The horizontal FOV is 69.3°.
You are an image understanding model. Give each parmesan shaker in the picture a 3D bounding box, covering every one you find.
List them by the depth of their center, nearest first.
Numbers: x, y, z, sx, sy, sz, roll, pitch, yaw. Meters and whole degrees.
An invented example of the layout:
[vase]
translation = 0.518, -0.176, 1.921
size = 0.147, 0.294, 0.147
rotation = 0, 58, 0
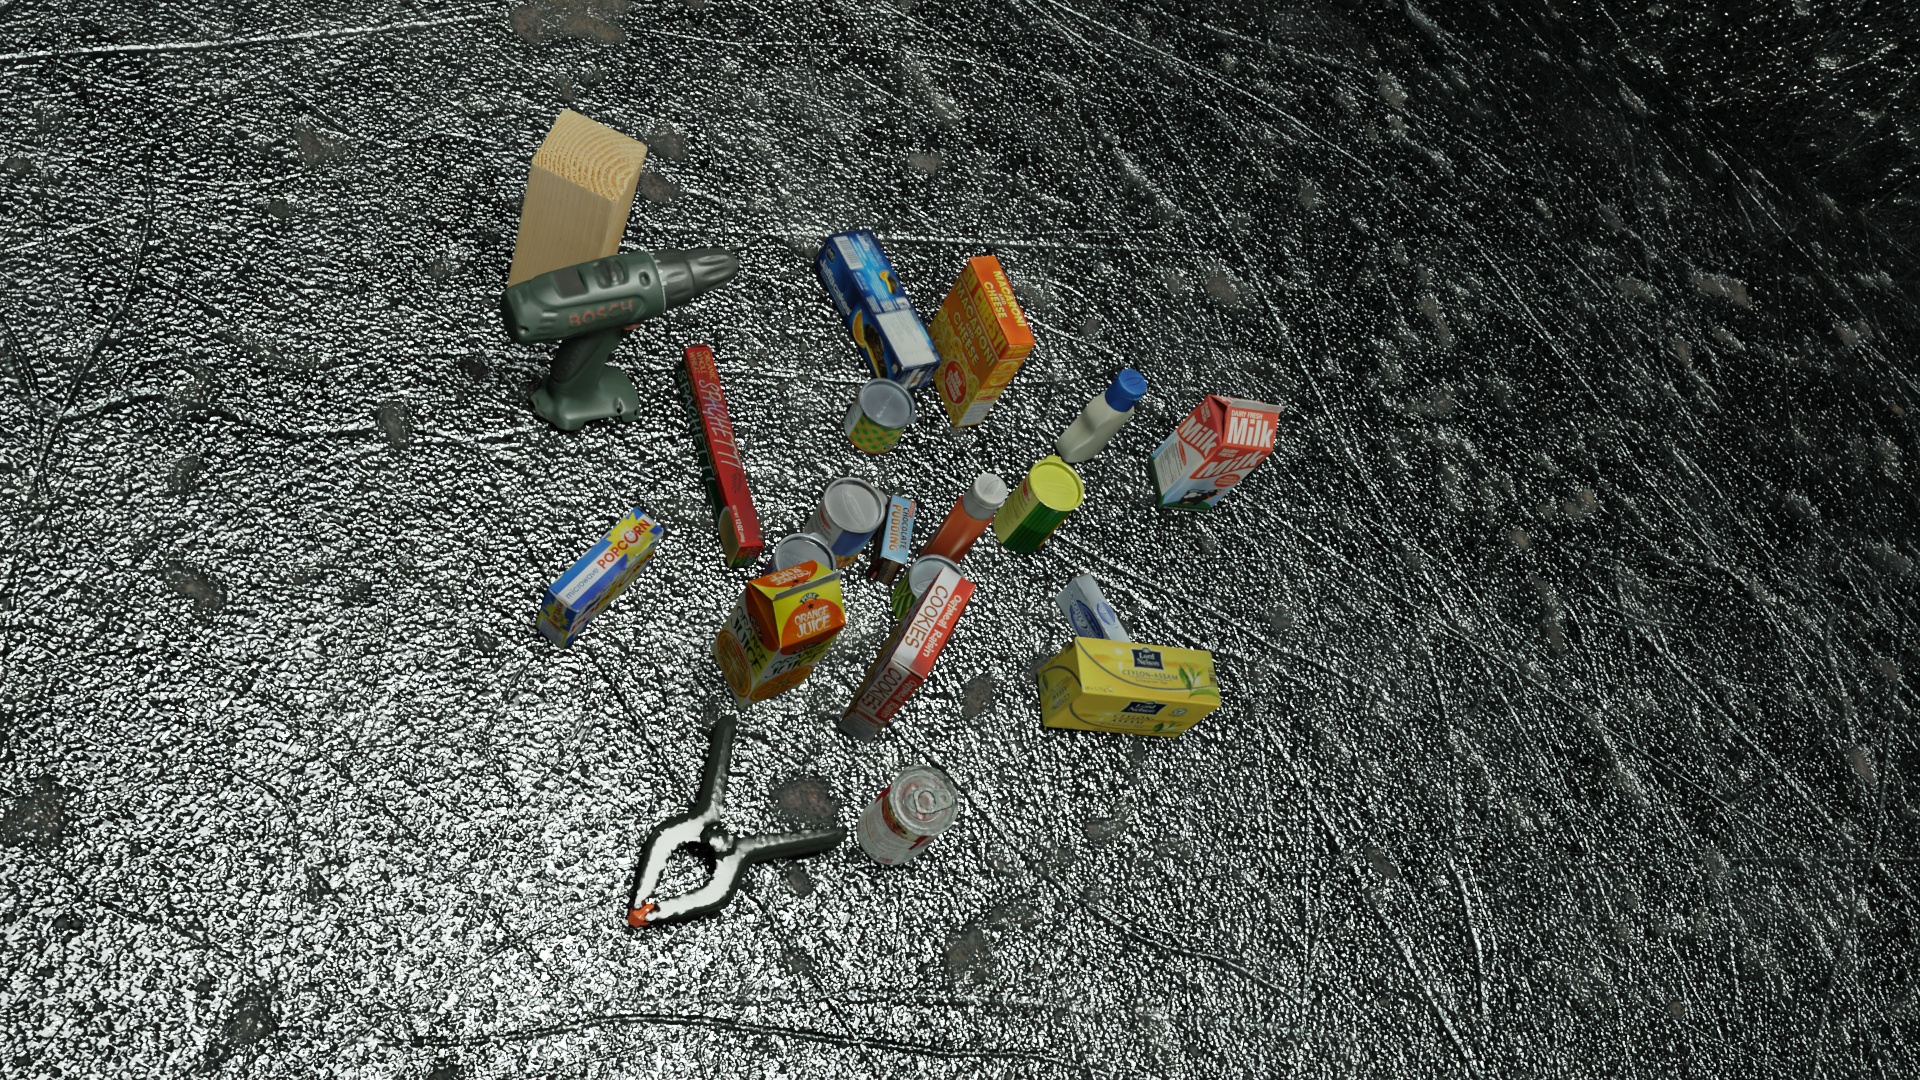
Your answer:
[parmesan shaker]
translation = 0.087, -0.039, 1.558
size = 0.071, 0.102, 0.071
rotation = 12, 57, -19

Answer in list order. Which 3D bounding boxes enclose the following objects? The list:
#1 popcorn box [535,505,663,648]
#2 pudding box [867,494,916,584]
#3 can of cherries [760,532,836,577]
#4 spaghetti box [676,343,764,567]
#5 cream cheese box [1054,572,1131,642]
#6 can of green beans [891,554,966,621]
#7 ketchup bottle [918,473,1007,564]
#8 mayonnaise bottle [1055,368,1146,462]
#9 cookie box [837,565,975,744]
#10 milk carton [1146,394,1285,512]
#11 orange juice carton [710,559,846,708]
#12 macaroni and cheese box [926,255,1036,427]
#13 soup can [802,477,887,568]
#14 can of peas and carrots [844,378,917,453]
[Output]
[popcorn box]
translation = -0.344, 0.035, 1.323
size = 0.038, 0.084, 0.127
rotation = 39, 53, 1
[pudding box]
translation = -0.073, -0.001, 1.494
size = 0.030, 0.049, 0.084
rotation = 19, 55, -14
[can of cherries]
translation = -0.165, 0.033, 1.424
size = 0.071, 0.058, 0.072
rotation = 12, 57, -19
[spaghetti box]
translation = -0.255, -0.092, 1.463
size = 0.029, 0.050, 0.251
rotation = -6, 64, -28
[cream cheese box]
translation = 0.149, 0.093, 1.539
size = 0.024, 0.053, 0.104
rotation = -19, 71, -33
[can of green beans]
translation = -0.034, 0.057, 1.472
size = 0.071, 0.057, 0.071
rotation = 12, 57, -19
[ketchup bottle]
translation = 0.005, -0.019, 1.479
size = 0.043, 0.148, 0.065
rotation = 40, 53, 2
[mayonnaise bottle]
translation = 0.169, -0.146, 1.633
size = 0.065, 0.147, 0.041
rotation = -19, 71, -32
[cookie box]
translation = -0.053, 0.114, 1.360
size = 0.040, 0.166, 0.123
rotation = 33, 53, -4
[milk carton]
translation = 0.304, -0.111, 1.648
size = 0.072, 0.189, 0.074
rotation = 4, 60, -23
[orange juice carton]
translation = -0.169, 0.082, 1.309
size = 0.072, 0.191, 0.073
rotation = -19, 71, -32
[macaroni and cheese box]
translation = 0.017, -0.228, 1.599
size = 0.040, 0.165, 0.124
rotation = -10, 66, -30
[soup can]
translation = -0.121, -0.018, 1.460
size = 0.071, 0.083, 0.071
rotation = 12, 57, -19
[can of peas and carrots]
translation = -0.089, -0.138, 1.563
size = 0.071, 0.058, 0.071
rotation = 12, 57, -19
